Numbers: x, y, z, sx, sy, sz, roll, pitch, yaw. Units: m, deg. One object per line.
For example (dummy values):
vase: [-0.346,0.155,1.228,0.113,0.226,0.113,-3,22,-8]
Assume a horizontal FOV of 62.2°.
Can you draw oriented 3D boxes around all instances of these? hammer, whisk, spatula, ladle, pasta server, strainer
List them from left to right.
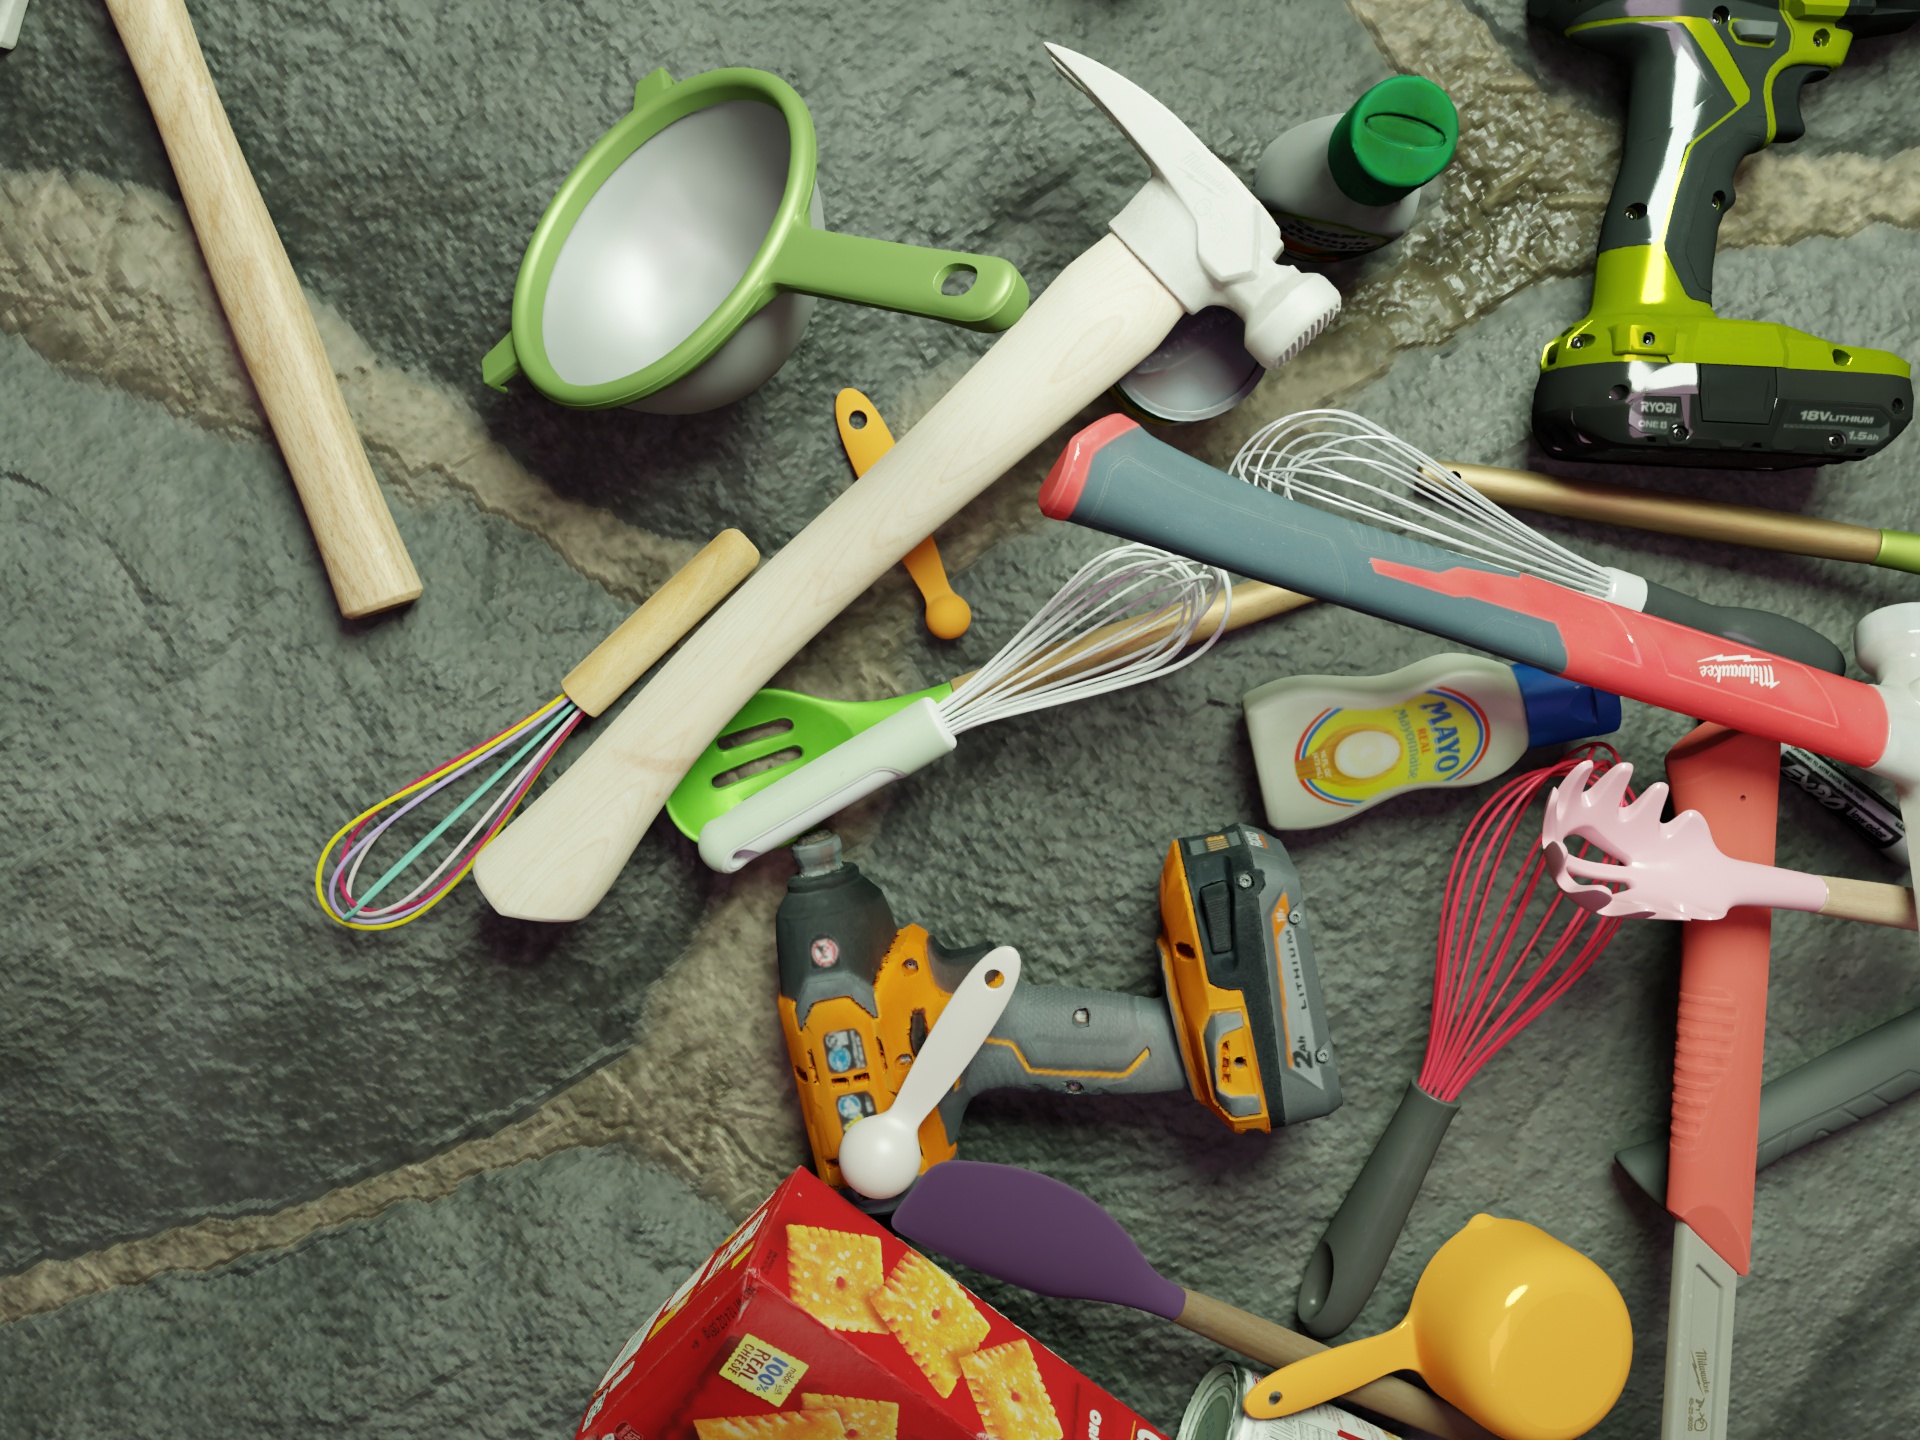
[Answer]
hammer: [-0.304,-0.201,0.663,0.130,0.031,0.331,-19,97,3]
whisk: [-0.183,0.004,0.683,0.245,0.051,0.047,-43,89,3]
strainer: [-0.063,-0.161,0.599,0.256,0.069,0.151,22,82,38]
hammer: [-0.054,-0.072,0.630,0.410,0.038,0.146,-42,86,12]
whisk: [-0.001,-0.002,0.652,0.246,0.057,0.059,-30,65,6]
spatula: [0.116,0.261,0.690,0.315,0.018,0.059,29,113,-16]
whisk: [0.215,0.144,0.689,0.073,0.073,0.295,22,102,-2]
hammer: [0.212,-0.023,0.586,0.386,0.038,0.143,15,63,-12]
whisk: [0.242,-0.060,0.659,0.284,0.070,0.070,17,97,-9]
hammer: [0.322,0.180,0.662,0.149,0.037,0.359,4,90,-9]
ladle: [0.353,-0.078,0.671,0.320,0.062,0.078,10,100,6]
pasta server: [0.367,0.070,0.629,0.316,0.040,0.060,9,61,-10]
hammer: [0.443,0.124,0.694,0.335,0.035,0.146,-29,97,5]

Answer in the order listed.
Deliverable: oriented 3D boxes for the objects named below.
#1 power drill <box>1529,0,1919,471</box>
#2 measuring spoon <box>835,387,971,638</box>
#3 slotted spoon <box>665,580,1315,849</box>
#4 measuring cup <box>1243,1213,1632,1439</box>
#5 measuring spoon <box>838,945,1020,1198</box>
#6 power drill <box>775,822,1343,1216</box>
power drill: [0.314,-0.216,0.632,0.171,0.080,0.223,3,94,1]
measuring spoon: [-0.026,-0.089,0.678,0.021,0.011,0.117,-25,91,2]
slotted spoon: [0.023,-0.016,0.686,0.314,0.031,0.070,-18,97,1]
measuring cup: [0.209,0.277,0.682,0.173,0.052,0.095,-11,95,-18]
measuring spoon: [-0.011,0.143,0.640,0.034,0.018,0.124,32,102,3]
power drill: [0.033,0.111,0.676,0.226,0.084,0.164,-12,97,6]
